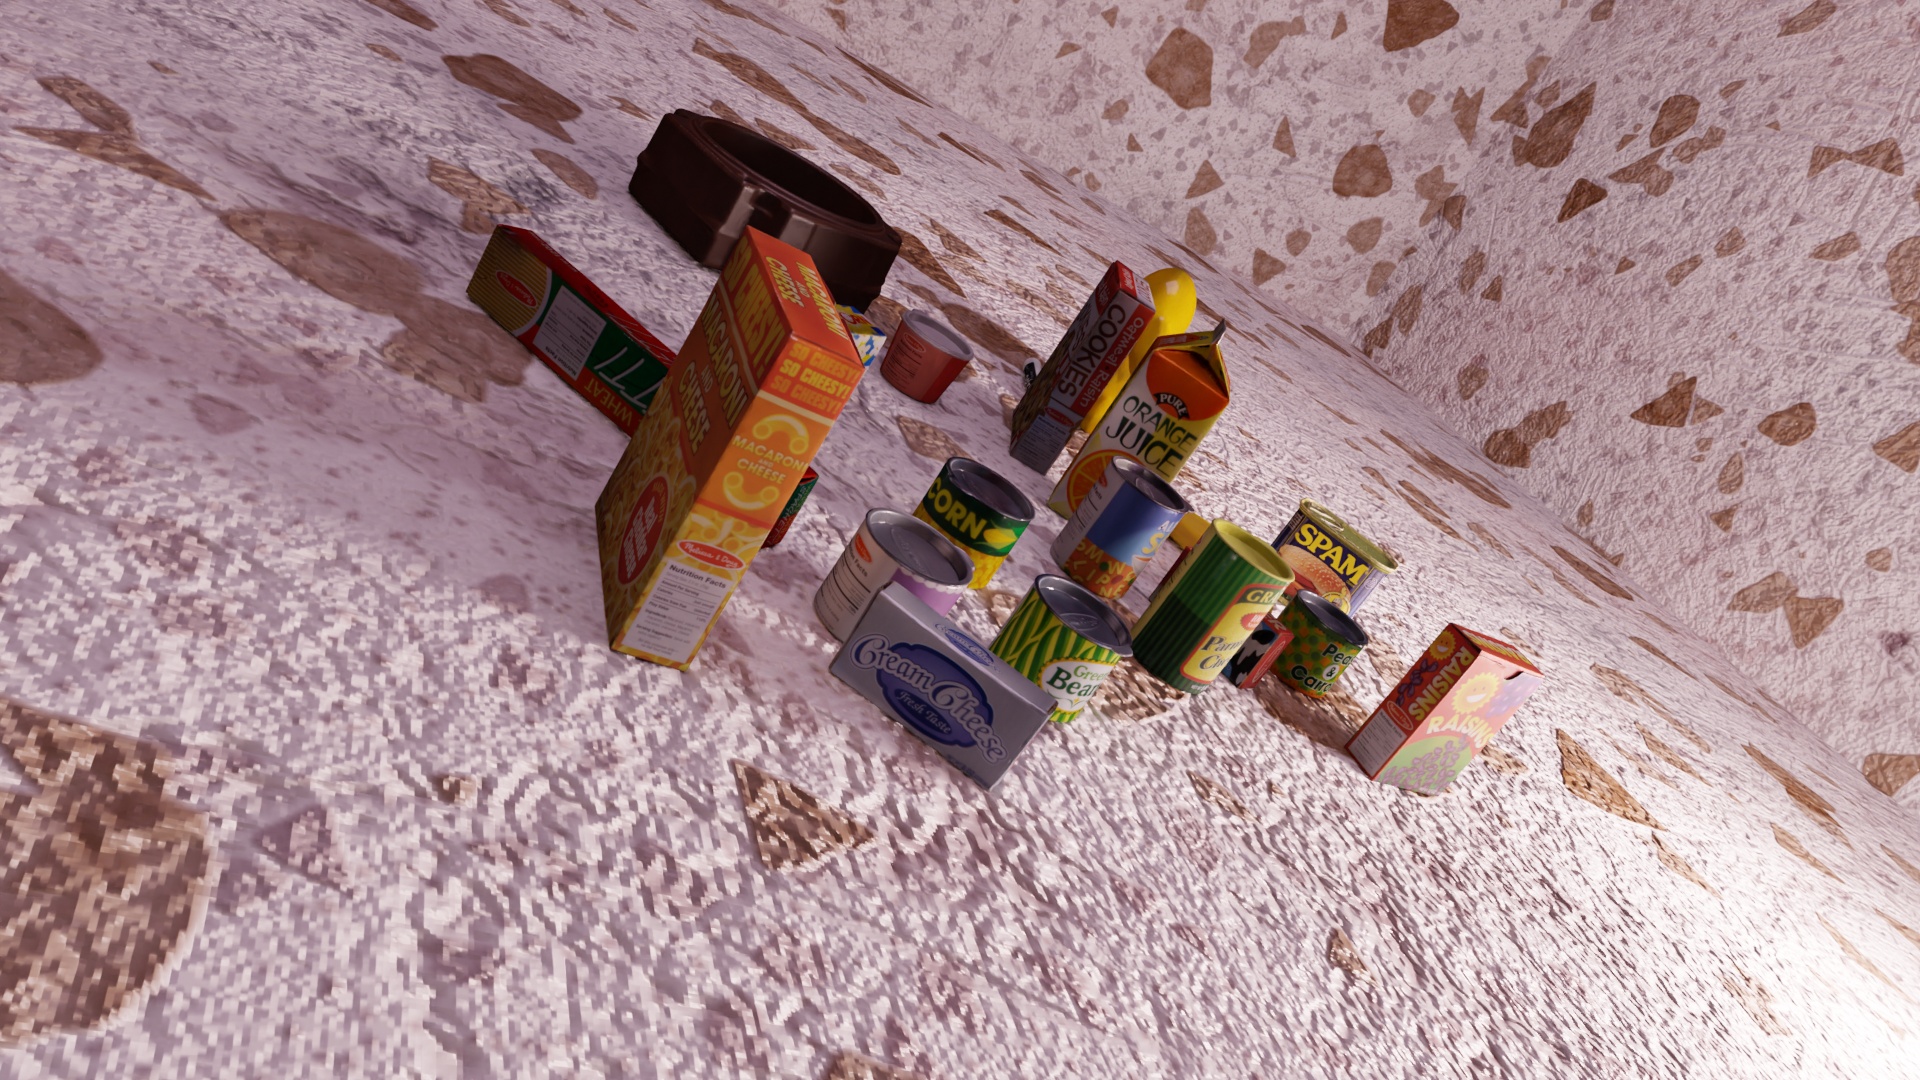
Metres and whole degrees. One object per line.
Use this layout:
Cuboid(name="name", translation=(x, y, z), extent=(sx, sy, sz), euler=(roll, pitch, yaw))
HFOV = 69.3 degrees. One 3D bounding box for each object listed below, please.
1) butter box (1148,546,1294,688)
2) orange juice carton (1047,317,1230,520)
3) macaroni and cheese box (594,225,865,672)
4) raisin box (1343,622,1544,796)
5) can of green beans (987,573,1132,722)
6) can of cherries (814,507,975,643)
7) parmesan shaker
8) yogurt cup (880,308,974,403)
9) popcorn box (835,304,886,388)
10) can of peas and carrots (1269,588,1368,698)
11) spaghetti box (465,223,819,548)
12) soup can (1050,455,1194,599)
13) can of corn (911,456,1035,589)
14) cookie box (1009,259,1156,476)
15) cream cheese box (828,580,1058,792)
Cuboid(name="butter box", translation=(0.189, 0.056, 1.018), extent=(0.024, 0.053, 0.104), euler=(7, 33, -51))
Cuboid(name="orange juice carton", translation=(0.153, -0.092, 1.095), extent=(0.073, 0.192, 0.072), euler=(34, 20, 0))
Cuboid(name="macaroni and cheese box", translation=(-0.110, -0.044, 0.630), extent=(0.040, 0.166, 0.124), euler=(22, 23, -29))
Cuboid(name="raisin box", translation=(0.349, 0.124, 1.002), extent=(0.086, 0.123, 0.040), euler=(19, 25, -35))
Cuboid(name="can of green beans", translation=(0.055, 0.062, 0.796), extent=(0.071, 0.057, 0.071), euler=(29, 21, -12))
Cuboid(name="can of cherries", translation=(-0.034, 0.026, 0.743), extent=(0.071, 0.058, 0.072), euler=(29, 21, -12))
Cuboid(name="parmesan shaker", translation=(0.169, 0.045, 0.939), extent=(0.071, 0.102, 0.071), euler=(29, 20, -12))
Cuboid(name="yogurt cup", translation=(-0.030, -0.150, 1.149), extent=(0.072, 0.053, 0.073), euler=(29, 21, -12))
Cuboid(name="popcorn box", translation=(-0.112, -0.111, 0.895), extent=(0.038, 0.085, 0.127), euler=(41, 21, 20))
Cuboid(name="can of peas and carrots", translation=(0.273, 0.082, 1.076), extent=(0.071, 0.058, 0.071), euler=(29, 21, -12))
Cuboid(name="spaghetti box", translation=(-0.184, -0.090, 0.790), extent=(0.250, 0.050, 0.029), euler=(40, 21, 16))
Cuboid(name="soup can", translation=(0.117, -0.007, 1.006), extent=(0.071, 0.083, 0.071), euler=(29, 20, -12))
Cuboid(name="can of corn", translation=(0.003, -0.011, 0.881), extent=(0.071, 0.058, 0.071), euler=(29, 21, -12))
Cuboid(name="cookie box", translation=(0.102, -0.150, 1.185), extent=(0.040, 0.167, 0.123), euler=(31, 20, -8))
Cuboid(name="cream cheese box", translation=(-0.009, 0.071, 0.684), extent=(0.104, 0.053, 0.024), euler=(36, 20, 7))
